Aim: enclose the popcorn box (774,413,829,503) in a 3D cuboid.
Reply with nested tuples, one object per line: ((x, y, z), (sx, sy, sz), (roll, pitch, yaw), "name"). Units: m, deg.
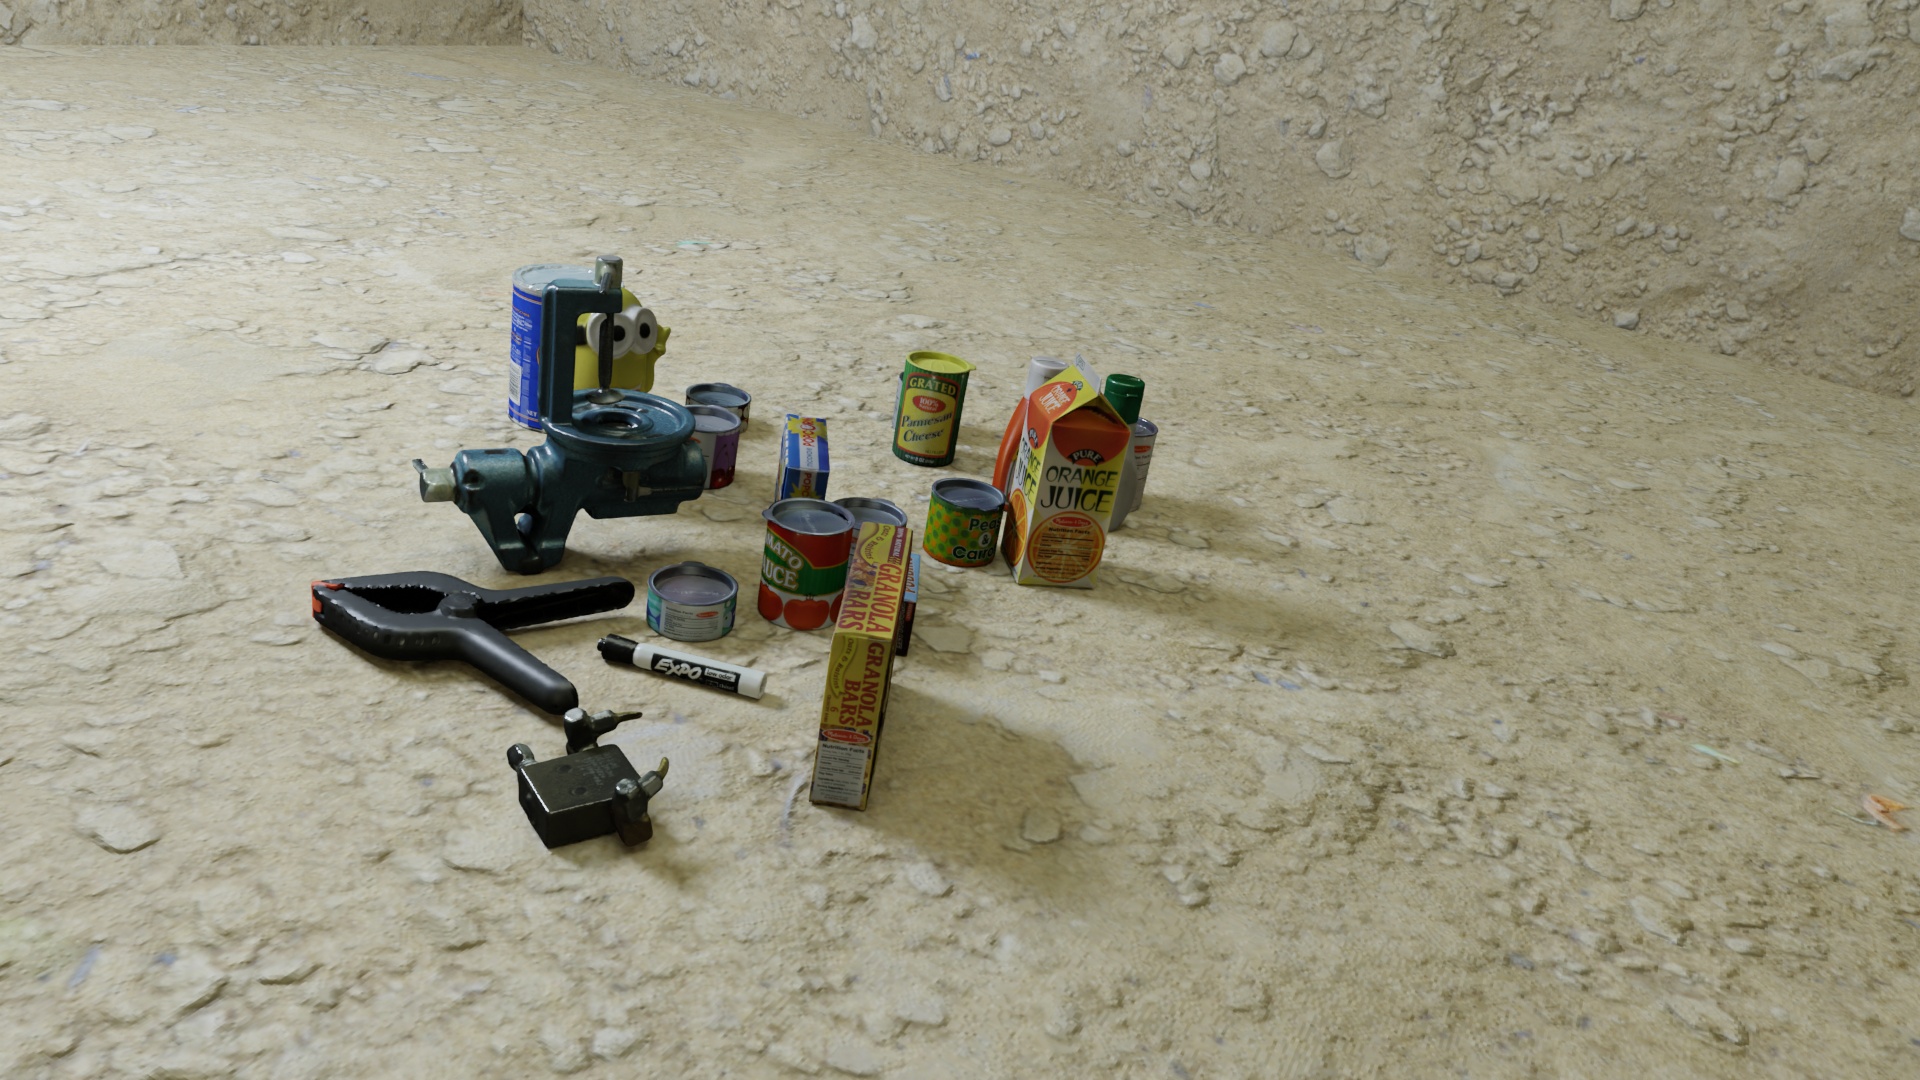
((-0.138, -0.047, 1.199), (0.038, 0.084, 0.127), (6, 24, -10), "popcorn box")

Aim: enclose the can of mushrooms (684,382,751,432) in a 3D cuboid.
((-0.246, -0.134, 1.410), (0.071, 0.033, 0.071), (9, 24, -4), "can of mushrooms")

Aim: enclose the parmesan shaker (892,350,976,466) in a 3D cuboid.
((-0.027, -0.133, 1.410), (0.071, 0.102, 0.071), (9, 24, -4), "parmesan shaker")

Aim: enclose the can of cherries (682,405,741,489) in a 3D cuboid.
((-0.236, -0.087, 1.279), (0.071, 0.058, 0.072), (9, 24, -4), "can of cherries")

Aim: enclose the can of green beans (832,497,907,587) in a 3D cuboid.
((-0.080, 0.004, 1.144), (0.071, 0.057, 0.071), (9, 24, -4), "can of green beans")

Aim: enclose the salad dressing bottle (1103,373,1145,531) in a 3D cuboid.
((0.142, -0.083, 1.314), (0.064, 0.147, 0.044), (1, 25, -20), "salad dressing bottle")

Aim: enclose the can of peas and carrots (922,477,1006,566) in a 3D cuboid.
((0.004, -0.015, 1.218), (0.071, 0.058, 0.071), (9, 24, -4), "can of peas and carrots")

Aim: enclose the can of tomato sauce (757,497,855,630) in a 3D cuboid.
((-0.121, 0.018, 1.065), (0.071, 0.082, 0.071), (9, 24, -4), "can of tomato sauce")

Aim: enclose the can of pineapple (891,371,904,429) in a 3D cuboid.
((-0.036, -0.145, 1.487), (0.071, 0.057, 0.071), (9, 24, -4), "can of pineapple")

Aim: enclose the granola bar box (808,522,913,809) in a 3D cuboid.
((-0.062, 0.077, 0.909), (0.039, 0.123, 0.166), (10, 24, -2), "granola bar box")

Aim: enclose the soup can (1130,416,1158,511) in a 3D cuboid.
((0.155, -0.080, 1.390), (0.071, 0.083, 0.071), (9, 24, -4), "soup can")

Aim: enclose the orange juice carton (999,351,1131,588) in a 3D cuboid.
((0.091, -0.060, 1.189), (0.073, 0.191, 0.072), (4, 25, -14), "orange juice carton")

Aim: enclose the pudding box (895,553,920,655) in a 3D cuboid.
((-0.050, 0.047, 1.071), (0.030, 0.049, 0.084), (9, 24, -4), "pudding box")

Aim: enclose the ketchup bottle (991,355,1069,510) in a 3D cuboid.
((0.071, -0.100, 1.322), (0.065, 0.148, 0.044), (3, 25, -15), "ketchup bottle")

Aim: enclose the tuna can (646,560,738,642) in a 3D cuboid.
((-0.200, 0.045, 1.035), (0.071, 0.032, 0.071), (9, 24, -4), "tuna can")
